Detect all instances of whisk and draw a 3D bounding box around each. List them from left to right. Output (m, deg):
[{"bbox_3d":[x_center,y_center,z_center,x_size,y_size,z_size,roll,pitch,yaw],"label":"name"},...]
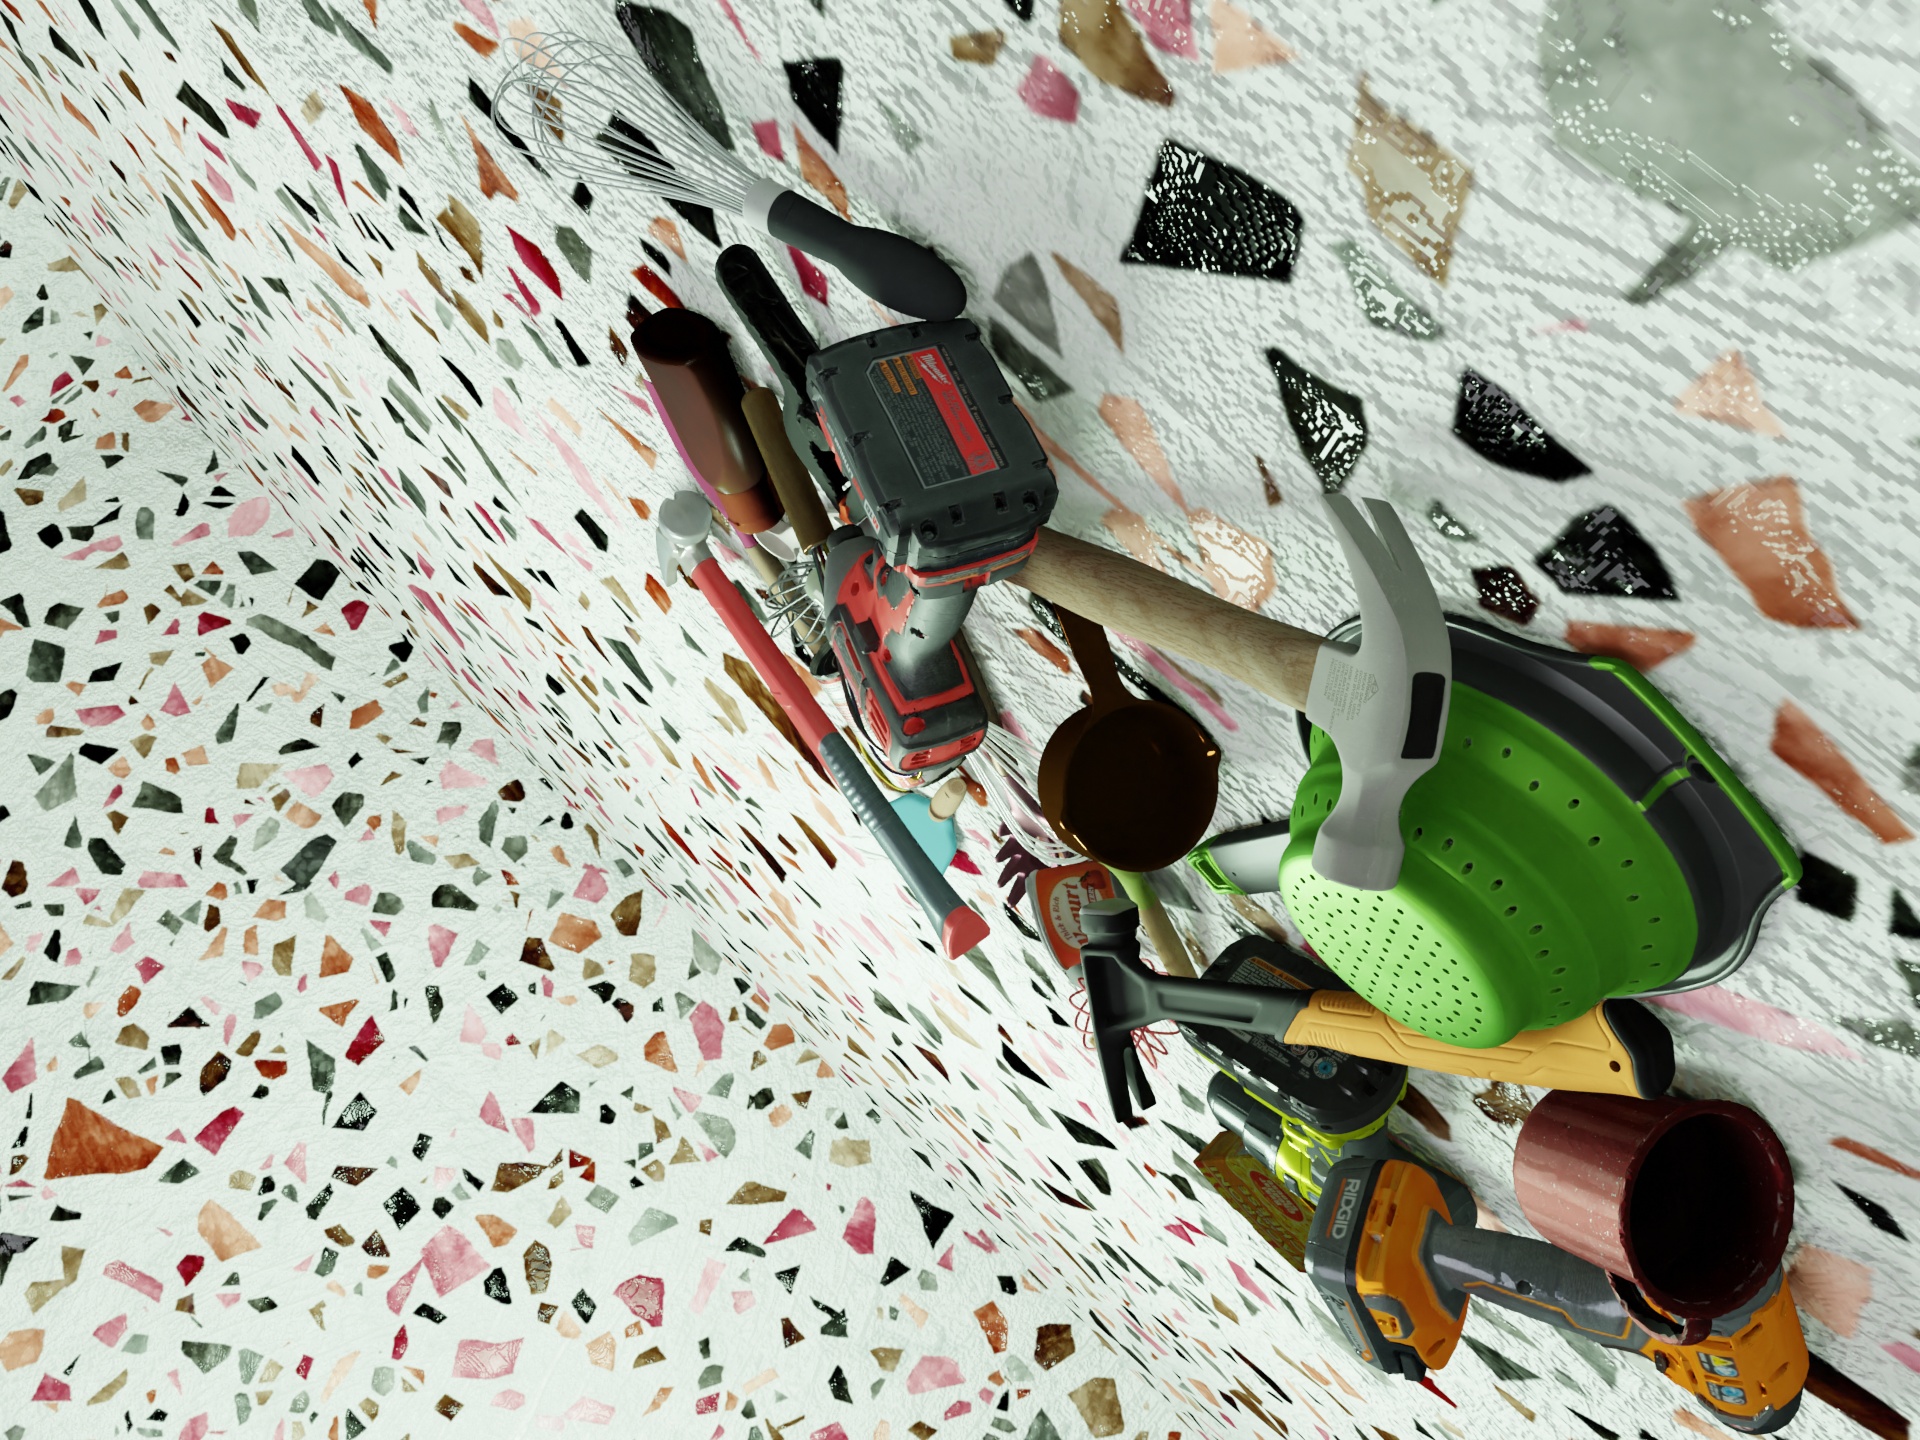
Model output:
[{"bbox_3d":[-0.111,-0.246,0.729,0.285,0.070,0.070,33,158,22],"label":"whisk"},{"bbox_3d":[-0.076,-0.090,0.986,0.055,0.055,0.239,49,157,-7],"label":"whisk"},{"bbox_3d":[-0.068,-0.080,0.897,0.047,0.051,0.245,31,-146,-79],"label":"whisk"},{"bbox_3d":[-0.002,-0.003,0.955,0.246,0.059,0.058,45,-166,-13],"label":"whisk"},{"bbox_3d":[0.099,0.184,1.088,0.073,0.073,0.296,47,177,-2],"label":"whisk"}]

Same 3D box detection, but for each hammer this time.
[{"bbox_3d":[-0.106,0.012,1.176,0.386,0.038,0.143,54,164,7],"label":"hammer"},{"bbox_3d":[0.083,-0.050,0.676,0.332,0.031,0.130,33,117,57],"label":"hammer"},{"bbox_3d":[0.192,0.160,0.803,0.337,0.034,0.127,-4,96,50],"label":"hammer"}]

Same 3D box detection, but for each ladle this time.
[{"bbox_3d":[0.126,0.112,0.989,0.078,0.062,0.319,18,156,31],"label":"ladle"}]

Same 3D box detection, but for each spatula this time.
[{"bbox_3d":[-0.022,0.073,1.162,0.082,0.044,0.317,52,171,4],"label":"spatula"}]

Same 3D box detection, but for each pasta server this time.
[{"bbox_3d":[0.020,0.018,1.012,0.060,0.040,0.315,2,137,27],"label":"pasta server"}]

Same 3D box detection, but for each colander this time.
[{"bbox_3d":[0.173,0.076,0.710,0.204,0.094,0.397,48,161,-4],"label":"colander"}]

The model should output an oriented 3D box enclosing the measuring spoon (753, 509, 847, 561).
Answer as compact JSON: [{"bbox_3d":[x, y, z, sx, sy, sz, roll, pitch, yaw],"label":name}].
[{"bbox_3d":[-0.096,-0.124,1.014,0.034,0.018,0.124,41,158,-23],"label":"measuring spoon"}]

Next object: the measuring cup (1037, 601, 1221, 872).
[{"bbox_3d":[0.068,-0.007,0.819,0.173,0.095,0.052,69,163,-7],"label":"measuring cup"}]

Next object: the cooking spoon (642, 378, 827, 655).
[{"bbox_3d":[-0.132,-0.106,1.115,0.069,0.017,0.318,38,162,56],"label":"cooking spoon"}]

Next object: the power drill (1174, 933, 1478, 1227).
[{"bbox_3d":[0.212,0.233,0.981,0.191,0.080,0.228,28,157,41],"label":"power drill"}]

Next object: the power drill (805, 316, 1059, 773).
[{"bbox_3d":[-0.026,-0.081,0.765,0.219,0.078,0.143,104,145,-60],"label":"power drill"}]

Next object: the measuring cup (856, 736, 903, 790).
[{"bbox_3d":[-0.045,-0.011,1.125,0.062,0.029,0.156,37,147,26],"label":"measuring cup"}]

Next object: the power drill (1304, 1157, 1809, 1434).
[{"bbox_3d":[0.312,0.306,0.825,0.226,0.084,0.164,-3,133,37],"label":"power drill"}]
